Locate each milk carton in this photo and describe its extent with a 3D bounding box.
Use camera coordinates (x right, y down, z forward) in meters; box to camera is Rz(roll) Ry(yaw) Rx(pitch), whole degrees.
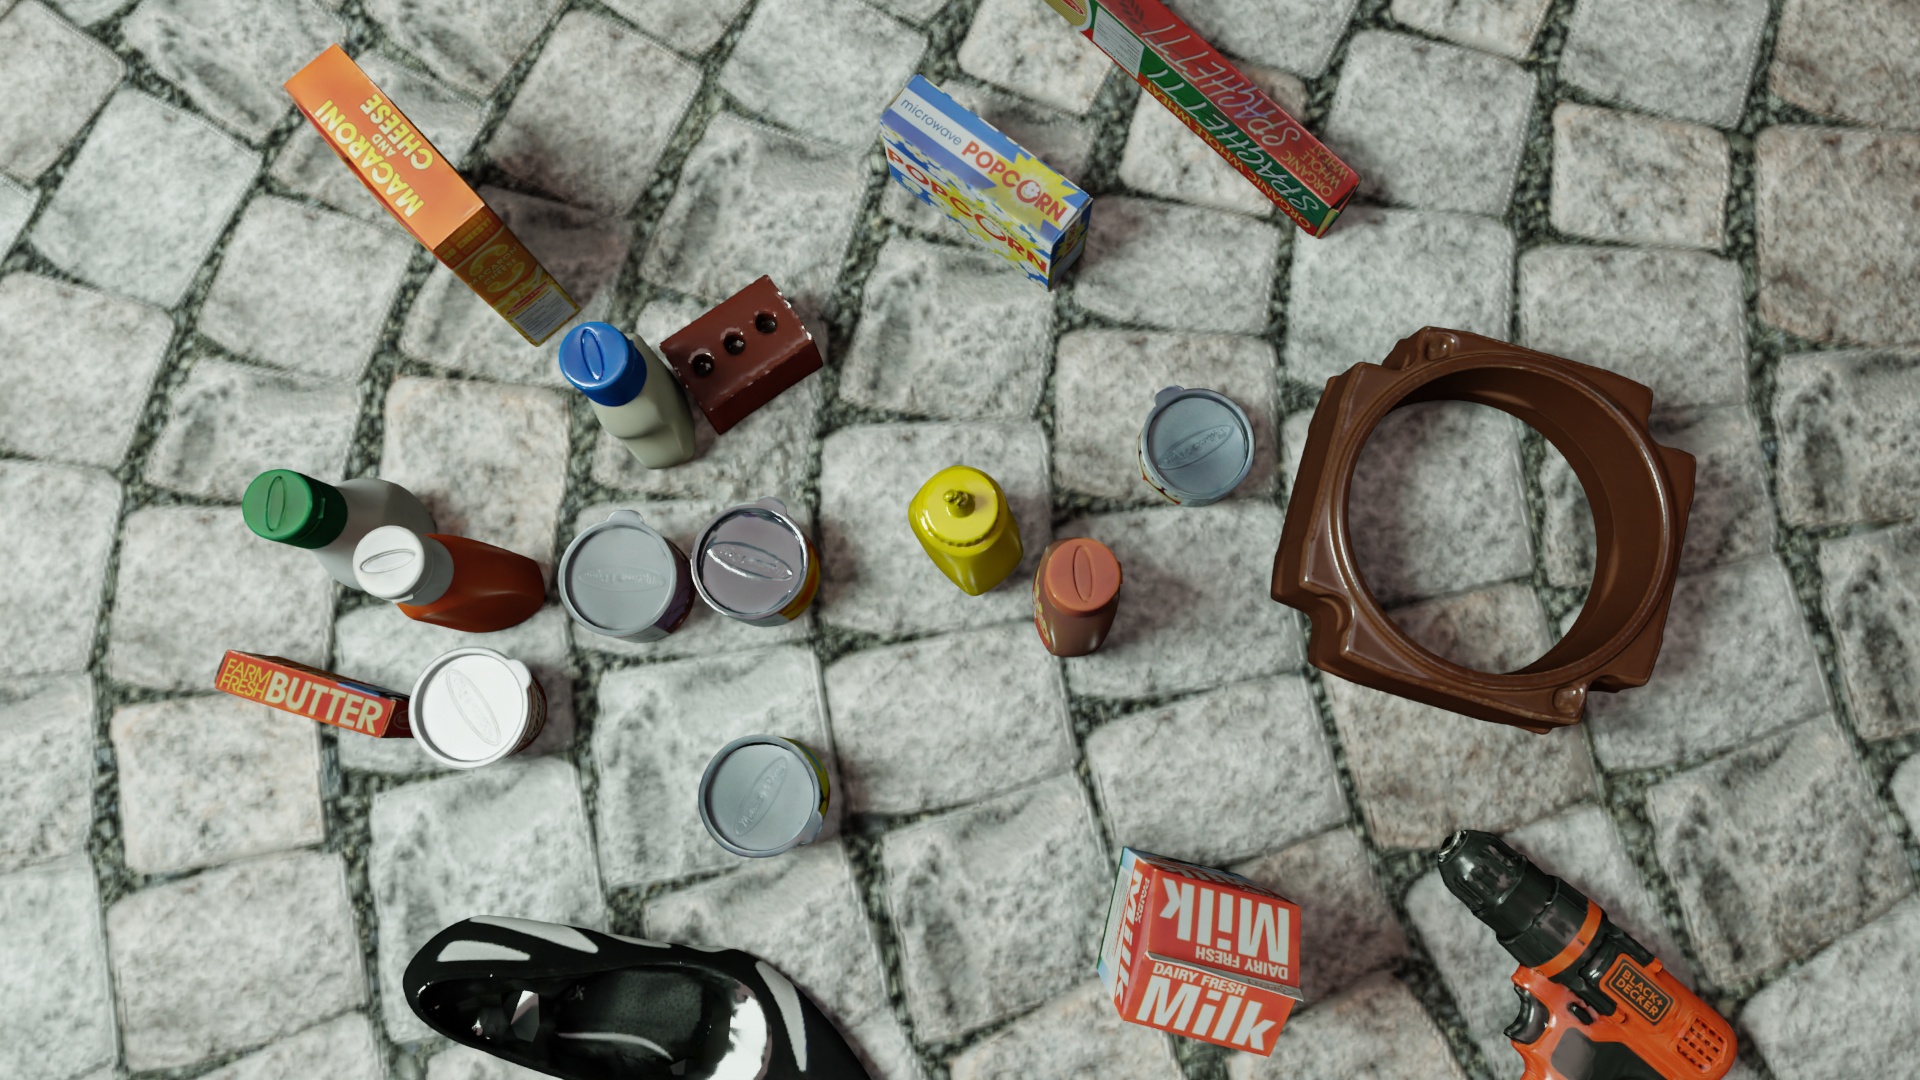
[{"bbox_3d":[0.117,0.203,0.694,0.072,0.190,0.073,13,82,3],"label":"milk carton"}]

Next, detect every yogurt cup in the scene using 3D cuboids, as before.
[{"bbox_3d":[-0.270,0.095,0.788,0.072,0.054,0.072,0,81,1],"label":"yogurt cup"}]

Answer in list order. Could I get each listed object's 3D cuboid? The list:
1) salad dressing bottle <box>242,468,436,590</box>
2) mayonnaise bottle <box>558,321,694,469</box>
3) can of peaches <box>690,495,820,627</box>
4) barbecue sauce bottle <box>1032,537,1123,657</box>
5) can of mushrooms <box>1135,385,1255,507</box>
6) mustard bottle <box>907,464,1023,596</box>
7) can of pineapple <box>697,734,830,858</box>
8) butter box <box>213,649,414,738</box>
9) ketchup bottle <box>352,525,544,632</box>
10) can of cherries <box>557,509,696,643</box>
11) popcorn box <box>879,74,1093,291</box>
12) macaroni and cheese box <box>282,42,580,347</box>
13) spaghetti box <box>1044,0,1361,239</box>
[{"bbox_3d":[-0.336,-0.008,0.759,0.044,0.147,0.064,3,82,2],"label":"salad dressing bottle"},{"bbox_3d":[-0.183,-0.083,0.768,0.041,0.148,0.065,-17,81,-1],"label":"mayonnaise bottle"},{"bbox_3d":[-0.115,0.013,0.796,0.071,0.058,0.071,0,81,1],"label":"can of peaches"},{"bbox_3d":[0.062,0.027,0.745,0.044,0.148,0.065,-4,81,1],"label":"barbecue sauce bottle"},{"bbox_3d":[0.136,-0.056,0.815,0.071,0.033,0.071,0,81,1],"label":"can of mushrooms"},{"bbox_3d":[0.003,-0.009,0.746,0.049,0.160,0.065,-41,83,-5],"label":"mustard bottle"},{"bbox_3d":[-0.107,0.143,0.775,0.071,0.058,0.071,0,81,1],"label":"can of pineapple"},{"bbox_3d":[-0.362,0.088,0.792,0.103,0.053,0.024,16,82,4],"label":"butter box"},{"bbox_3d":[-0.278,0.022,0.752,0.065,0.148,0.043,-15,81,-1],"label":"ketchup bottle"},{"bbox_3d":[-0.188,0.022,0.796,0.071,0.058,0.071,0,81,1],"label":"can of cherries"},{"bbox_3d":[0.014,-0.208,0.816,0.127,0.085,0.038,37,84,6],"label":"popcorn box"},{"bbox_3d":[-0.289,-0.185,0.777,0.040,0.166,0.124,-43,83,-5],"label":"macaroni and cheese box"},{"bbox_3d":[0.138,-0.280,0.843,0.250,0.050,0.029,44,85,7],"label":"spaghetti box"}]
